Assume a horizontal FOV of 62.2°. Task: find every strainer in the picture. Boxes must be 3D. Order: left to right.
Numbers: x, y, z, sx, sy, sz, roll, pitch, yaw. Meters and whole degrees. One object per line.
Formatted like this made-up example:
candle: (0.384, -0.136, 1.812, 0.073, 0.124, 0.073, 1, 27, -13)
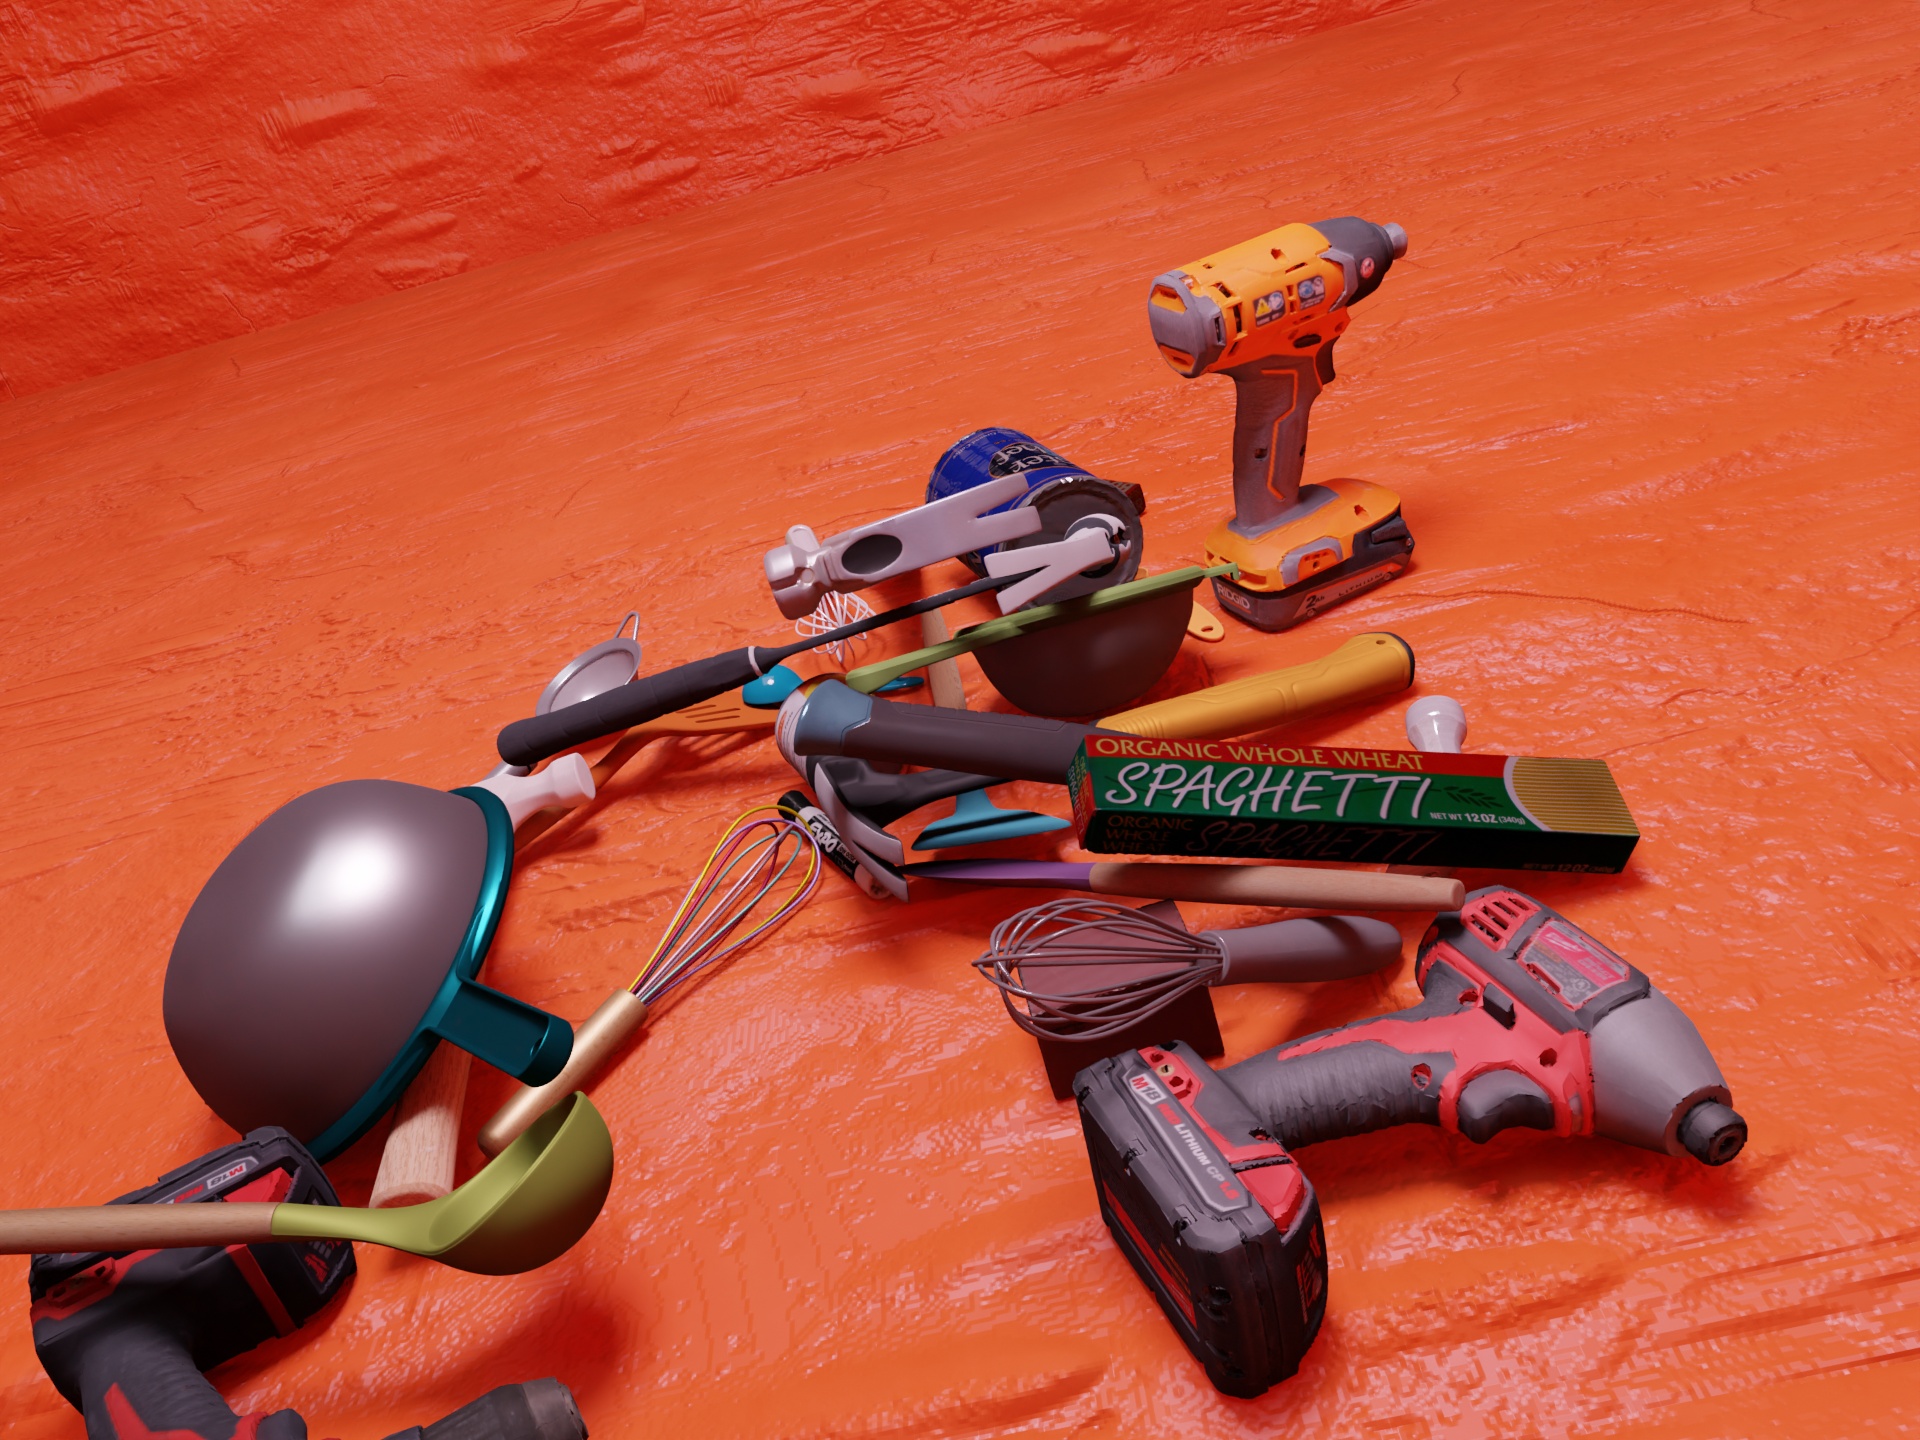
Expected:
strainer: (-0.282, 0.107, 0.725, 0.340, 0.095, 0.211, 2, 61, 53)
strainer: (-0.284, 0.023, 1.053, 0.087, 0.050, 0.258, 0, 39, 40)
strainer: (0.040, -0.027, 0.893, 0.256, 0.069, 0.151, -20, 5, -44)

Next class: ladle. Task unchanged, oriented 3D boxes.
ladle: (-0.290, 0.184, 0.614, 0.320, 0.062, 0.078, -4, 15, 5)

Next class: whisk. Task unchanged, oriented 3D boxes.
whisk: (-0.156, 0.127, 0.812, 0.051, 0.047, 0.245, 10, 42, 36)
whisk: (-0.104, -0.103, 1.166, 0.058, 0.059, 0.247, -9, 24, -10)
whisk: (0.103, 0.094, 0.637, 0.238, 0.055, 0.055, 3, 14, -39)

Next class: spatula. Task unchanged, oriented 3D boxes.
spatula: (-0.249, 0.062, 0.988, 0.322, 0.041, 0.081, -38, 35, -26)
spatula: (-0.001, -0.003, 0.940, 0.082, 0.044, 0.318, -9, 32, -3)
spatula: (0.082, 0.074, 0.735, 0.316, 0.018, 0.059, -2, 0, 44)

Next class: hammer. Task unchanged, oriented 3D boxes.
hammer: (-0.265, 0.130, 0.830, 0.130, 0.031, 0.332, -18, 32, 2)
hammer: (-0.106, -0.037, 0.928, 0.409, 0.036, 0.149, -17, 6, 23)
hammer: (-0.030, -0.111, 0.998, 0.143, 0.038, 0.386, -18, 6, 2)
hammer: (0.094, 0.009, 0.836, 0.337, 0.034, 0.127, -15, 27, -16)
hammer: (0.087, 0.020, 0.761, 0.331, 0.033, 0.128, 8, 43, -1)

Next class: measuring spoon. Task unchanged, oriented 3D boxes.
measuring spoon: (-0.086, -0.029, 1.051, 0.128, 0.021, 0.042, -4, 18, 18)
measuring spoon: (0.138, -0.074, 1.035, 0.021, 0.011, 0.117, -25, 34, -13)

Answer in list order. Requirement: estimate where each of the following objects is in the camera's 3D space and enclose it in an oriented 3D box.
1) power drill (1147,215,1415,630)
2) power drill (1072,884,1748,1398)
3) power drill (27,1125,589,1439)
power drill: (0.210, -0.186, 0.964, 0.164, 0.226, 0.084, -25, 31, -15)
power drill: (0.166, 0.147, 0.587, 0.219, 0.078, 0.143, -21, 30, -14)
power drill: (-0.259, 0.258, 0.611, 0.188, 0.080, 0.227, -25, 34, -20)
